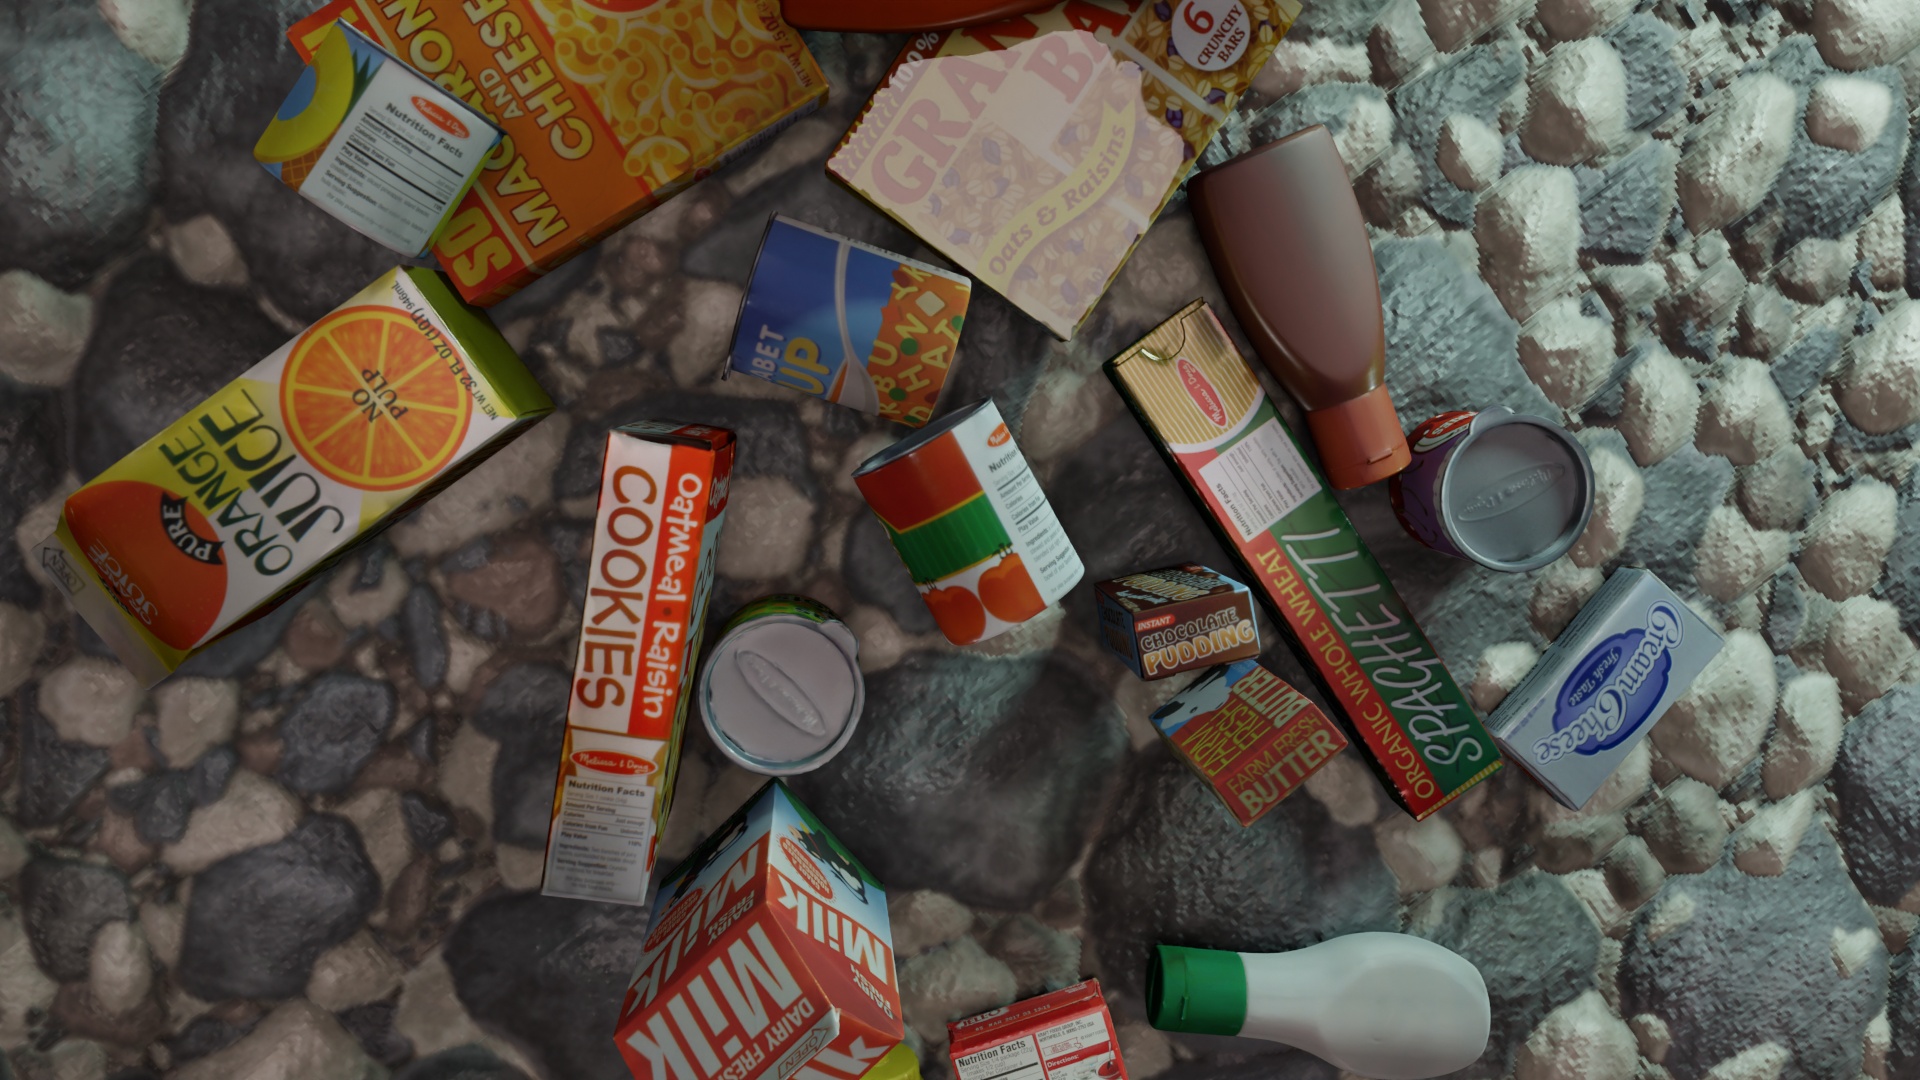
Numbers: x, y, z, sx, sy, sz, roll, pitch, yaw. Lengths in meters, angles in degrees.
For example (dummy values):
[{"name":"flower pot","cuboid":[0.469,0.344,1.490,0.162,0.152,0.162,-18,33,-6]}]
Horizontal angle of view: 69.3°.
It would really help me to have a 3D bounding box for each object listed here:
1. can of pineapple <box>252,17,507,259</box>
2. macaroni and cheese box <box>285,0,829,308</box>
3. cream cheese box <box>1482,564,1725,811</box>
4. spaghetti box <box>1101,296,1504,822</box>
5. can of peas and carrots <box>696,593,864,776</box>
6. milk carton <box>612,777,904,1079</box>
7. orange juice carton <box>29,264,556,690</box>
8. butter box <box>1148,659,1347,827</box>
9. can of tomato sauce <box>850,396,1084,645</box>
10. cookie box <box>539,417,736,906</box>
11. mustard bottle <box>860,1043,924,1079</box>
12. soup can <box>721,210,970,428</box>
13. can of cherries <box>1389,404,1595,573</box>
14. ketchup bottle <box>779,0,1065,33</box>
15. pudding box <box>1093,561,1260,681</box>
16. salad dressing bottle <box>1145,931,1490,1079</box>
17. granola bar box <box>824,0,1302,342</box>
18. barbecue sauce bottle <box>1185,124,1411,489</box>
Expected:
[{"name":"can of pineapple","cuboid":[-0.208,-0.143,0.499,0.071,0.071,0.058,34,93,-8]},{"name":"macaroni and cheese box","cuboid":[-0.155,-0.188,0.553,0.166,0.040,0.123,-32,99,-2]},{"name":"cream cheese box","cuboid":[0.291,0.066,0.632,0.053,0.024,0.104,41,91,-9]},{"name":"spaghetti box","cuboid":[0.151,0.011,0.610,0.050,0.029,0.249,-35,98,-1]},{"name":"can of peas and carrots","cuboid":[-0.072,0.056,0.578,0.071,0.059,0.071,-1,96,-6]},{"name":"milk carton","cuboid":[-0.073,0.163,0.523,0.072,0.191,0.073,-42,99,1]},{"name":"orange juice carton","cuboid":[-0.264,-0.023,0.544,0.193,0.073,0.071,-35,99,0]},{"name":"butter box","cuboid":[0.116,0.079,0.577,0.053,0.103,0.024,-39,100,-1]},{"name":"can of tomato sauce","cuboid":[0.002,-0.007,0.576,0.071,0.071,0.083,-30,99,-1]},{"name":"cookie box","cuboid":[-0.121,0.038,0.539,0.040,0.123,0.167,10,95,-7]},{"name":"mustard bottle","cuboid":[-0.038,0.275,0.611,0.065,0.049,0.160,-2,97,-7]},{"name":"soup can","cuboid":[-0.046,-0.085,0.561,0.084,0.071,0.071,18,95,-7]},{"name":"can of cherries","cuboid":[0.227,-0.025,0.599,0.071,0.058,0.071,-1,97,-4]},{"name":"ketchup bottle","cuboid":[0.006,-0.223,0.521,0.149,0.044,0.064,0,114,-3]},{"name":"pudding box","cuboid":[0.088,0.032,0.578,0.050,0.084,0.030,-12,97,-4]},{"name":"salad dressing bottle","cuboid":[0.159,0.207,0.626,0.148,0.044,0.064,6,98,-5]},{"name":"granola bar box","cuboid":[0.040,-0.184,0.572,0.124,0.039,0.165,35,92,-7]},{"name":"barbecue sauce bottle","cuboid":[0.150,-0.096,0.591,0.065,0.044,0.148,-23,99,-2]}]
